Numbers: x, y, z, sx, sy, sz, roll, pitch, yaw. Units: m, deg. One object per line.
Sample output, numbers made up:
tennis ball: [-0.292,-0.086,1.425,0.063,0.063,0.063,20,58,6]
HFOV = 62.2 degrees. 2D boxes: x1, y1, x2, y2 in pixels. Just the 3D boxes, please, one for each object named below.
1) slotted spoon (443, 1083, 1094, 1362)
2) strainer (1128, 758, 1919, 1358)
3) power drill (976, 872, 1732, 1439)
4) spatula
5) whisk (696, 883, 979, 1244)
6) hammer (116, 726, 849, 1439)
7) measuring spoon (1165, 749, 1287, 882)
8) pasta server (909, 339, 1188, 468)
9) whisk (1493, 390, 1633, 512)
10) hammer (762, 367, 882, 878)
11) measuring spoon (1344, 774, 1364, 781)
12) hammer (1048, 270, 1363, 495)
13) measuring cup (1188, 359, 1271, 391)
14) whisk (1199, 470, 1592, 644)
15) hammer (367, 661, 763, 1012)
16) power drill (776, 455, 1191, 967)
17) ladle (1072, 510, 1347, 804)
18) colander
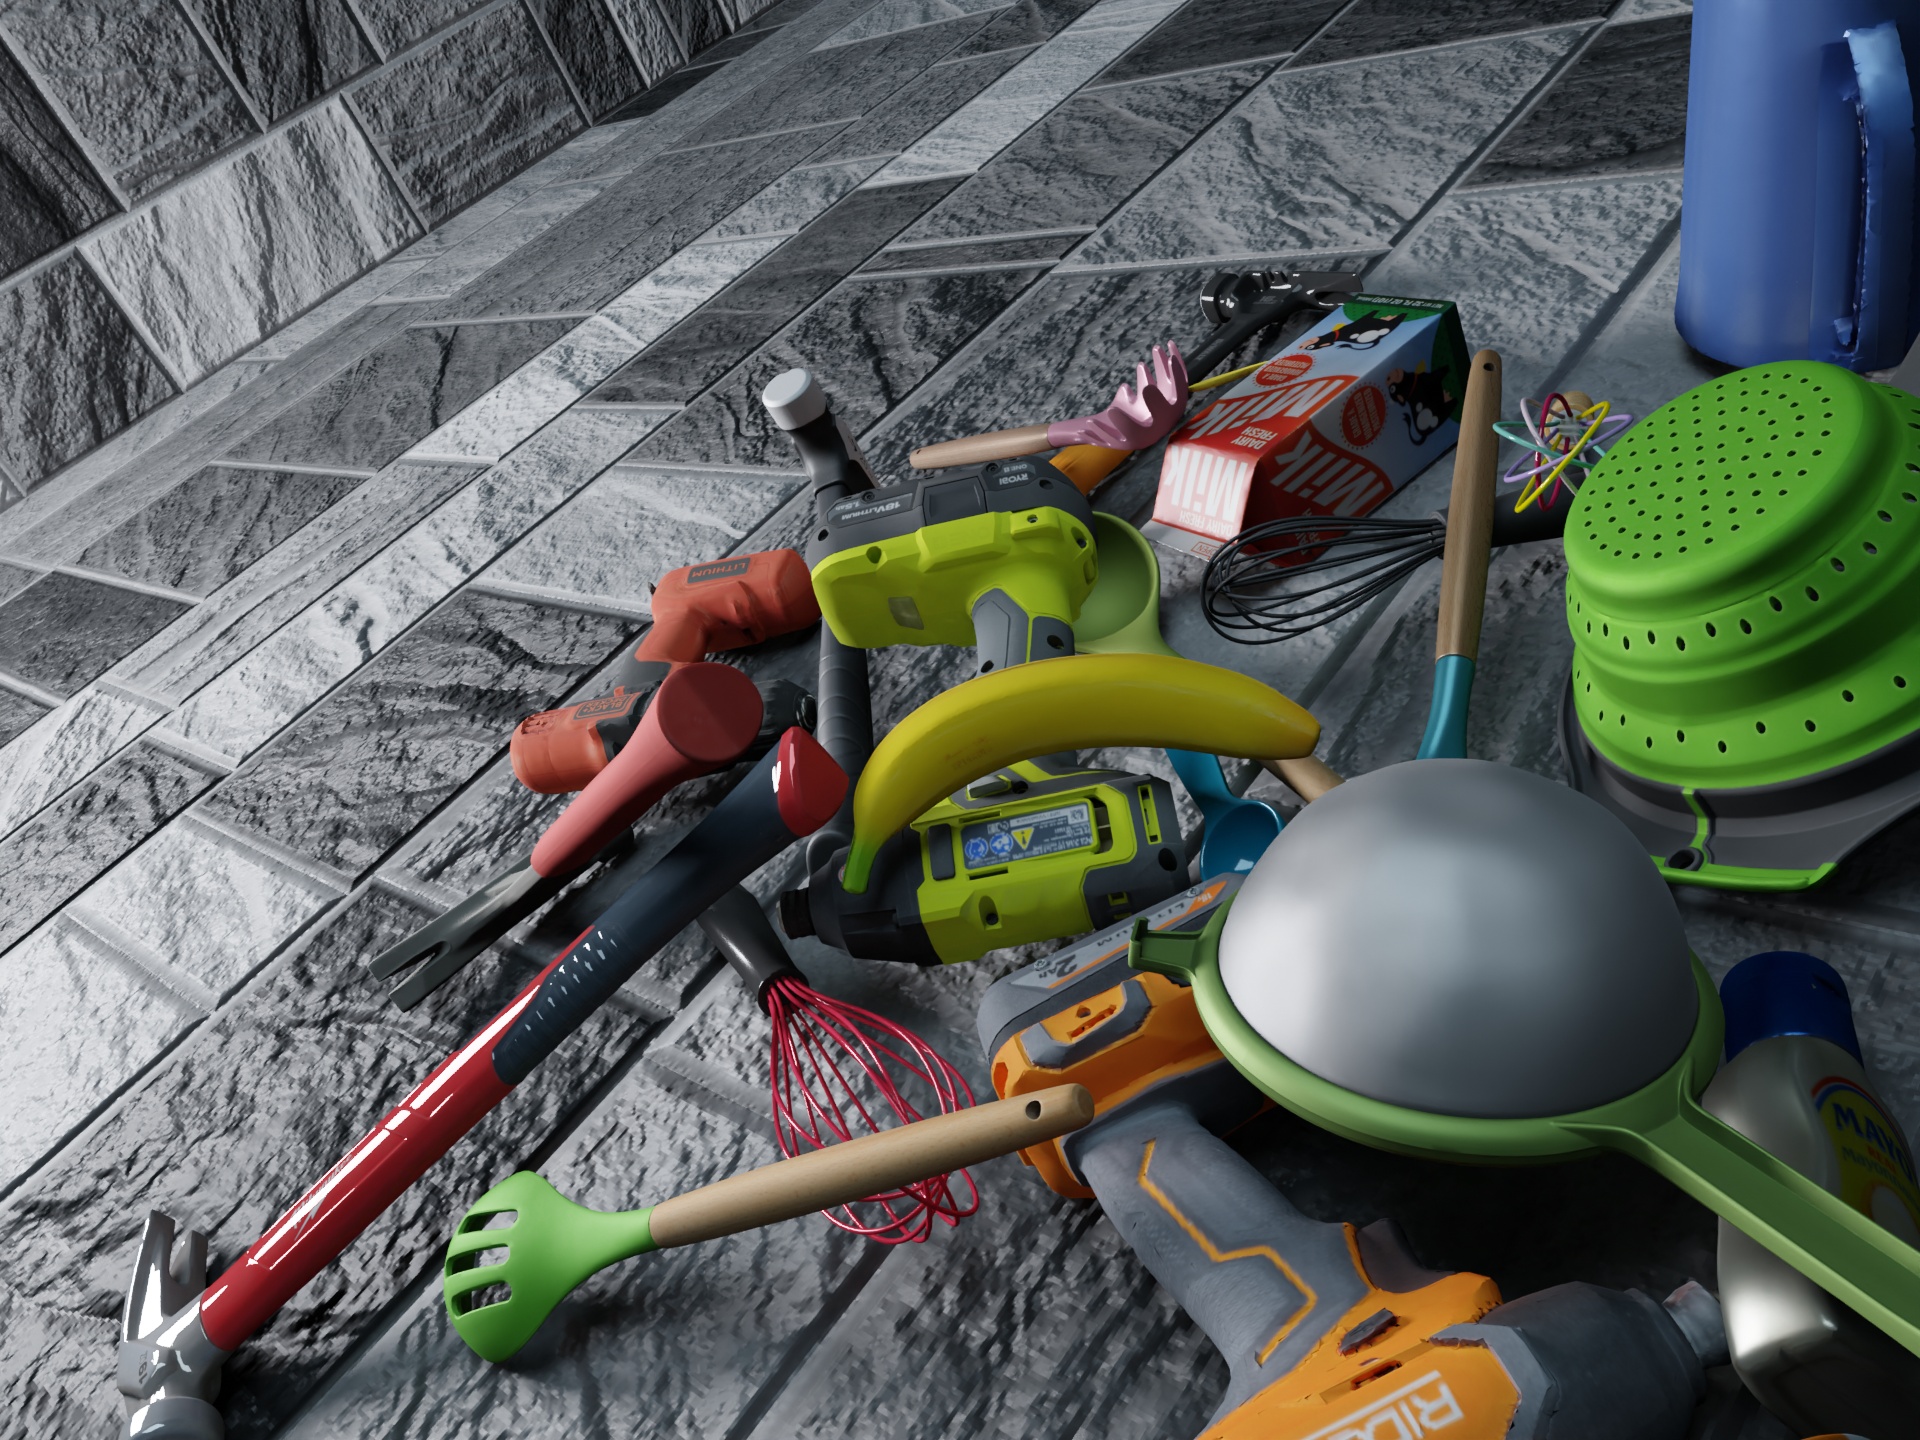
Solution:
slotted spoon: [-0.086,0.169,0.555,0.314,0.031,0.070,-24,55,31]
strainer: [0.167,0.073,0.418,0.151,0.069,0.257,-16,28,-23]
power drill: [0.107,0.150,0.482,0.164,0.084,0.227,-25,36,-2]
spatula: [0.211,-0.049,0.653,0.082,0.044,0.318,14,57,5]
whisk: [-0.067,0.123,0.662,0.073,0.073,0.296,-34,28,-11]
hammer: [-0.203,0.138,0.669,0.386,0.038,0.143,-43,33,0]
measuring spoon: [0.108,0.028,0.665,0.042,0.021,0.129,-47,35,22]
pasta server: [0.039,-0.174,0.952,0.060,0.040,0.316,-49,23,-16]
whisk: [0.270,-0.128,0.715,0.051,0.047,0.245,13,19,18]
hammer: [-0.060,-0.036,0.843,0.035,0.146,0.335,-19,45,14]
measuring spoon: [0.133,0.070,0.637,0.124,0.018,0.034,-45,31,-16]
hammer: [0.110,-0.181,0.982,0.337,0.034,0.127,-42,35,-23]
measuring cup: [0.173,-0.188,0.900,0.062,0.029,0.156,-7,13,41]
whisk: [0.221,-0.082,0.726,0.239,0.055,0.055,-14,32,-7]
hammer: [-0.168,0.051,0.687,0.149,0.036,0.359,-39,3,-29]
power drill: [-0.001,-0.002,0.708,0.171,0.080,0.223,-12,55,6]
ladle: [0.108,-0.021,0.723,0.078,0.062,0.320,-31,31,-6]
colander: [0.335,-0.123,0.593,0.397,0.094,0.204,-54,24,-16]
